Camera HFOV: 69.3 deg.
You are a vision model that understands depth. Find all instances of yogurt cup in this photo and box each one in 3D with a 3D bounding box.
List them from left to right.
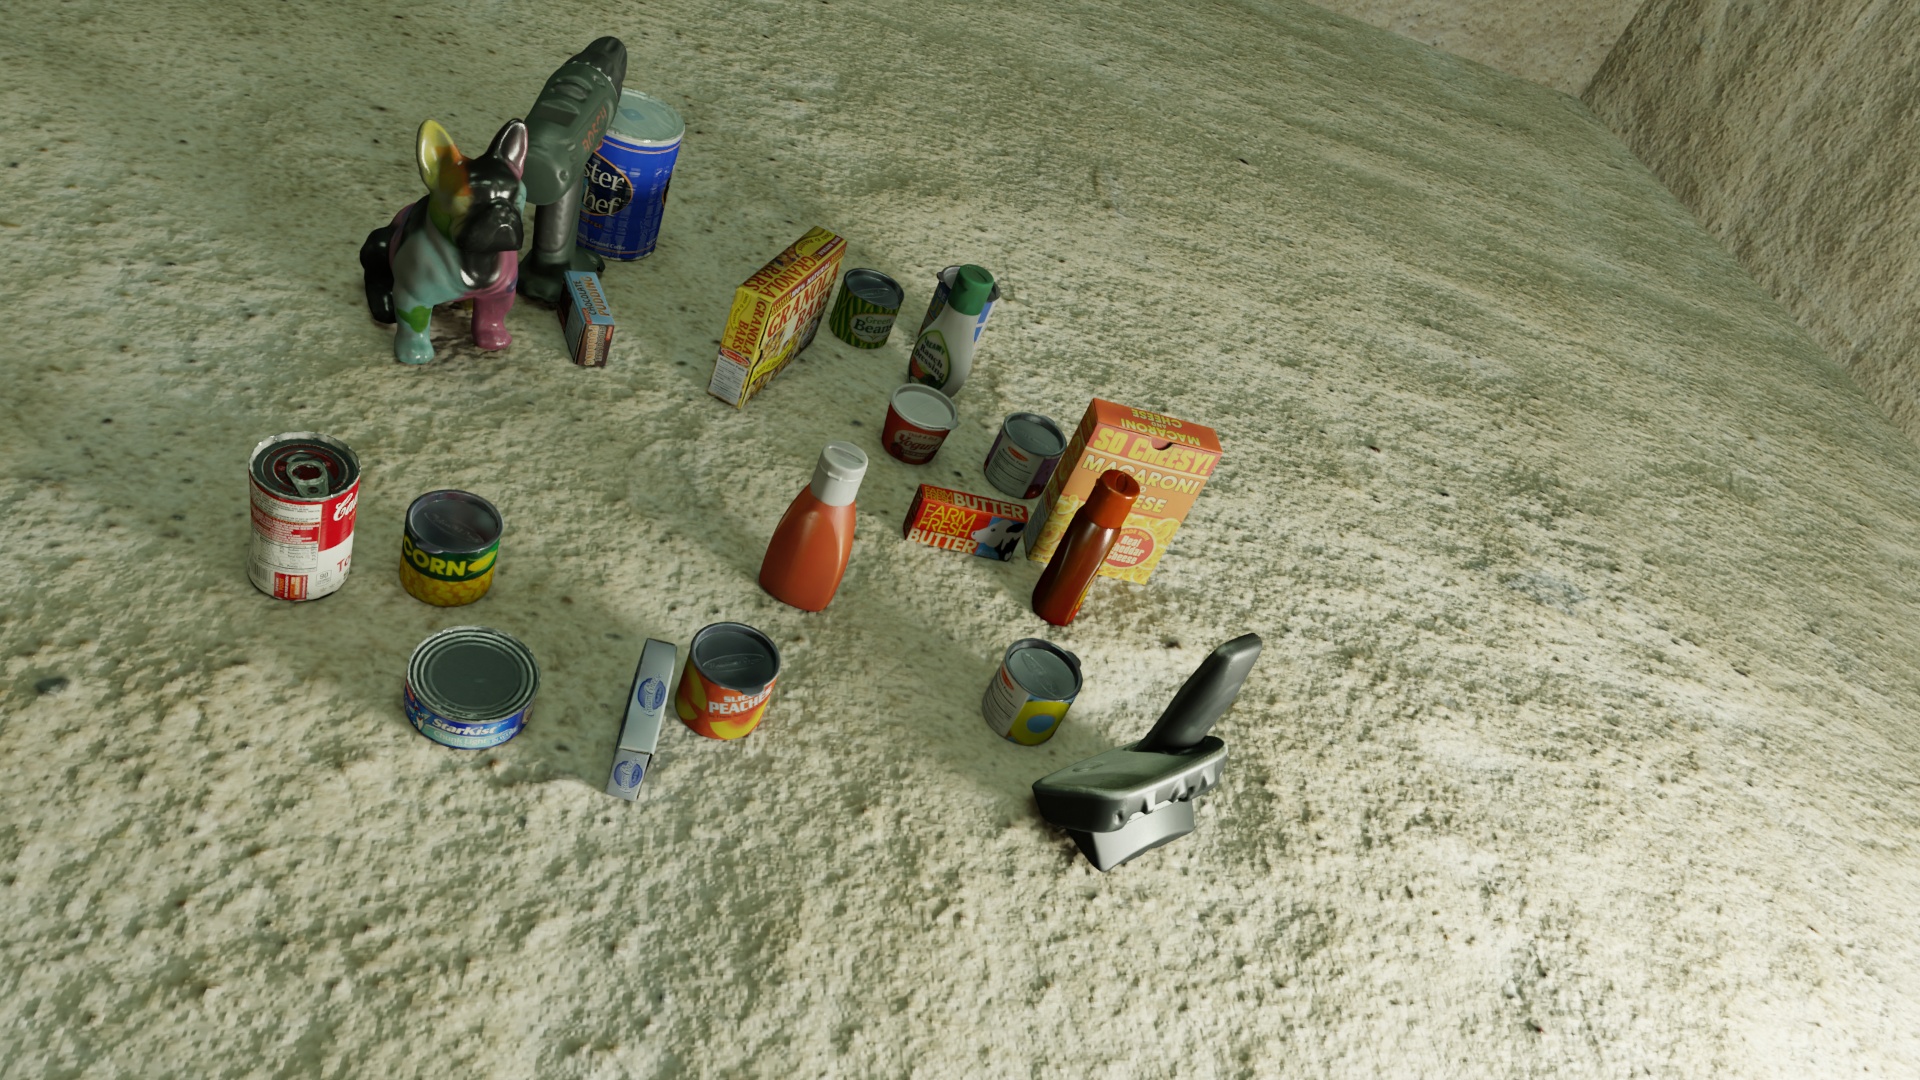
[{"bbox_3d":[-0.042,-0.110,1.332,0.072,0.053,0.073,15,39,-13],"label":"yogurt cup"}]

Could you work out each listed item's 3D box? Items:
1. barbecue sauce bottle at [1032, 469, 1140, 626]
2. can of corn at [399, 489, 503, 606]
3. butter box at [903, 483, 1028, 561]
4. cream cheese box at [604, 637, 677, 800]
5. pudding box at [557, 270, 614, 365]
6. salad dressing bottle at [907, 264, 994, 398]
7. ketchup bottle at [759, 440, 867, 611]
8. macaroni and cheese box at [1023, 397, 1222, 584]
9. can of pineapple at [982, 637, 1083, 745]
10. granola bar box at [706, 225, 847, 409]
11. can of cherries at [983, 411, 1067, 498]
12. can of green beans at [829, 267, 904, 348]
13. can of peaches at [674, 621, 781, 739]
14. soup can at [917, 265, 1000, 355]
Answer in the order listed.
[{"bbox_3d":[0.109,0.004,1.204,0.044,0.147,0.065,24,37,-2],"label":"barbecue sauce bottle"},{"bbox_3d":[-0.372,0.007,1.008,0.071,0.058,0.071,15,39,-13],"label":"can of corn"},{"bbox_3d":[0.004,-0.016,1.247,0.103,0.052,0.024,12,39,-16],"label":"butter box"},{"bbox_3d":[-0.220,0.123,0.960,0.024,0.053,0.104,15,39,-13],"label":"cream cheese box"},{"bbox_3d":[-0.346,-0.206,1.280,0.030,0.049,0.084,-2,45,-31],"label":"pudding box"},{"bbox_3d":[-0.009,-0.206,1.387,0.044,0.146,0.064,-19,56,-43],"label":"salad dressing bottle"},{"bbox_3d":[-0.112,-0.012,1.100,0.065,0.148,0.044,26,37,1],"label":"ketchup bottle"},{"bbox_3d":[0.145,-0.041,1.262,0.124,0.165,0.040,12,39,-16],"label":"macaroni and cheese box"},{"bbox_3d":[0.058,0.121,1.112,0.071,0.057,0.071,15,39,-13],"label":"can of pineapple"},{"bbox_3d":[-0.173,-0.215,1.326,0.039,0.123,0.166,28,38,4],"label":"granola bar box"},{"bbox_3d":[0.064,-0.084,1.356,0.071,0.058,0.072,15,39,-13],"label":"can of cherries"},{"bbox_3d":[-0.099,-0.242,1.454,0.071,0.057,0.071,15,39,-13],"label":"can of green beans"},{"bbox_3d":[-0.169,0.104,1.007,0.071,0.057,0.071,15,39,-13],"label":"can of peaches"},{"bbox_3d":[-0.005,-0.241,1.483,0.071,0.083,0.072,15,39,-13],"label":"soup can"}]
